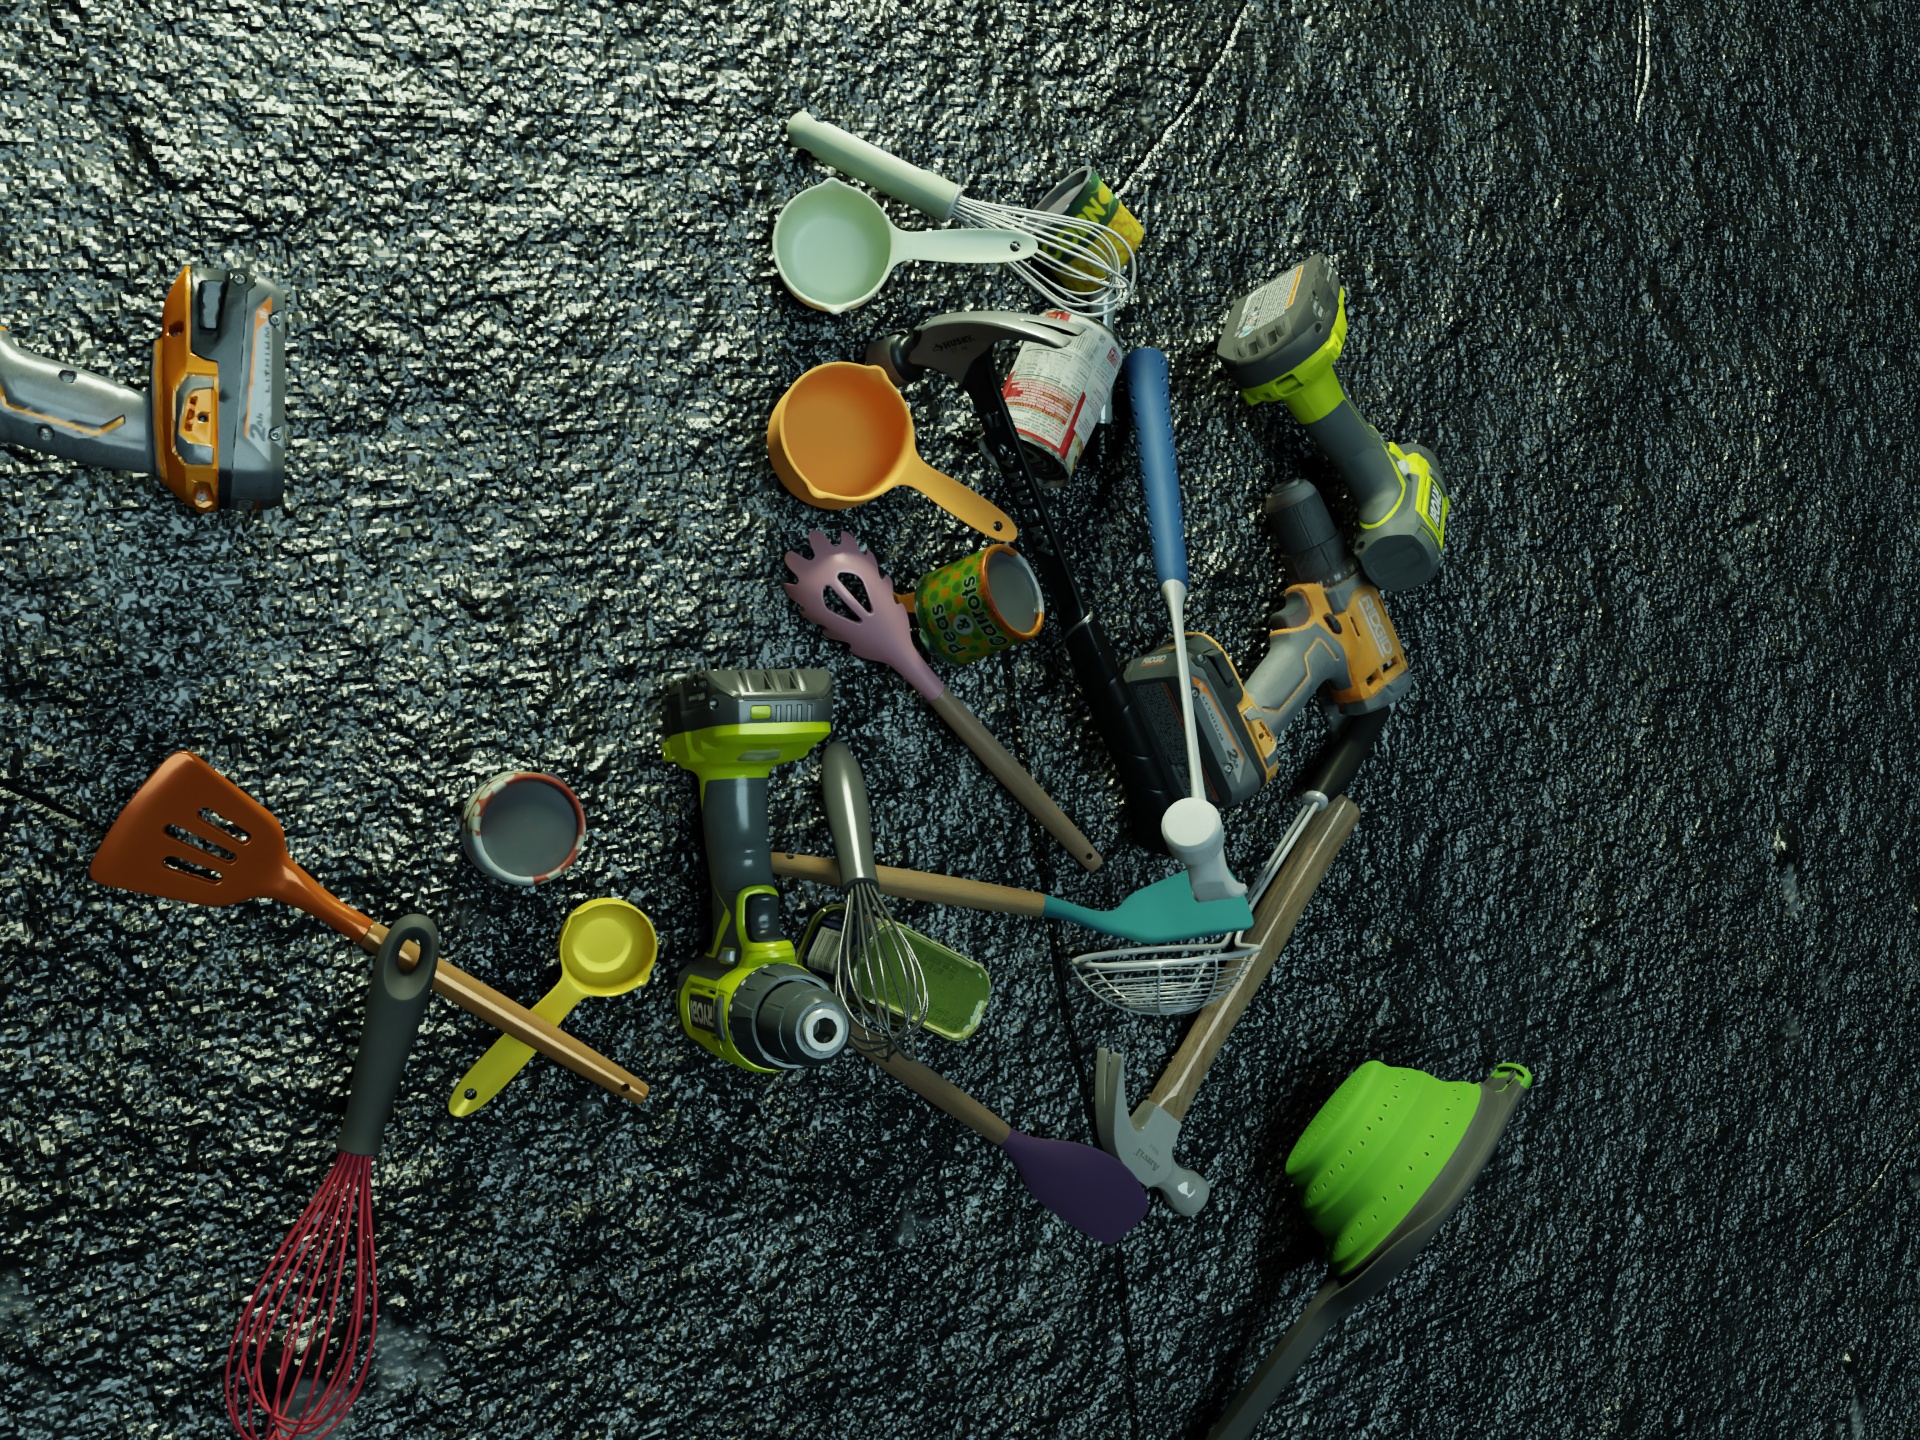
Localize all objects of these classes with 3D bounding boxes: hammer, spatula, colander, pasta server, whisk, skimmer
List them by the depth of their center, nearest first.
[{"bbox_3d":[-0.328,0.248,0.851,0.073,0.073,0.296,16,87,-28],"label":"whisk"},{"bbox_3d":[-0.307,0.132,0.877,0.322,0.041,0.081,36,84,-18],"label":"spatula"},{"bbox_3d":[-0.058,0.101,0.953,0.055,0.055,0.239,16,39,-28],"label":"whisk"},{"bbox_3d":[0.002,-0.332,1.031,0.246,0.058,0.059,24,105,-9],"label":"whisk"},{"bbox_3d":[0.031,0.107,1.038,0.317,0.082,0.044,10,116,-13],"label":"spatula"},{"bbox_3d":[0.141,-0.073,1.044,0.143,0.035,0.406,60,24,-58],"label":"hammer"},{"bbox_3d":[0.077,-0.081,1.061,0.036,0.149,0.408,-47,121,-42],"label":"hammer"},{"bbox_3d":[-0.002,-0.003,1.063,0.060,0.040,0.316,-42,117,2],"label":"pasta server"},{"bbox_3d":[0.012,0.266,1.075,0.315,0.018,0.060,38,100,-22],"label":"spatula"},{"bbox_3d":[0.215,0.079,1.154,0.090,0.127,0.363,52,58,-19],"label":"skimmer"},{"bbox_3d":[0.257,0.384,1.171,0.094,0.204,0.397,38,87,11],"label":"colander"},{"bbox_3d":[0.206,0.191,1.180,0.130,0.031,0.331,42,70,-23],"label":"hammer"}]

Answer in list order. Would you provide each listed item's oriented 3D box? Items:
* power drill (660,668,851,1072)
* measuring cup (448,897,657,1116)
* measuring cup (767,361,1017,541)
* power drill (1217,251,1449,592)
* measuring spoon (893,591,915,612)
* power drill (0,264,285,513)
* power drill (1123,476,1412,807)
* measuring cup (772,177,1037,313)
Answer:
[{"bbox_3d":[-0.115,0.087,0.914,0.080,0.190,0.228,-2,86,-25],"label":"power drill"},{"bbox_3d":[-0.244,0.169,0.938,0.156,0.029,0.062,-47,109,-8],"label":"measuring cup"},{"bbox_3d":[-0.044,-0.158,1.020,0.173,0.052,0.095,29,76,-19],"label":"measuring cup"},{"bbox_3d":[0.289,-0.224,1.183,0.223,0.080,0.171,51,36,-21],"label":"power drill"},{"bbox_3d":[-0.009,-0.081,1.074,0.117,0.011,0.021,-7,92,-33],"label":"measuring spoon"},{"bbox_3d":[-0.457,-0.184,0.785,0.226,0.084,0.164,0,89,-25],"label":"power drill"},{"bbox_3d":[0.223,-0.059,1.165,0.226,0.084,0.185,-32,103,-29],"label":"power drill"},{"bbox_3d":[-0.036,-0.299,1.013,0.167,0.038,0.083,-2,95,-8],"label":"measuring cup"}]
